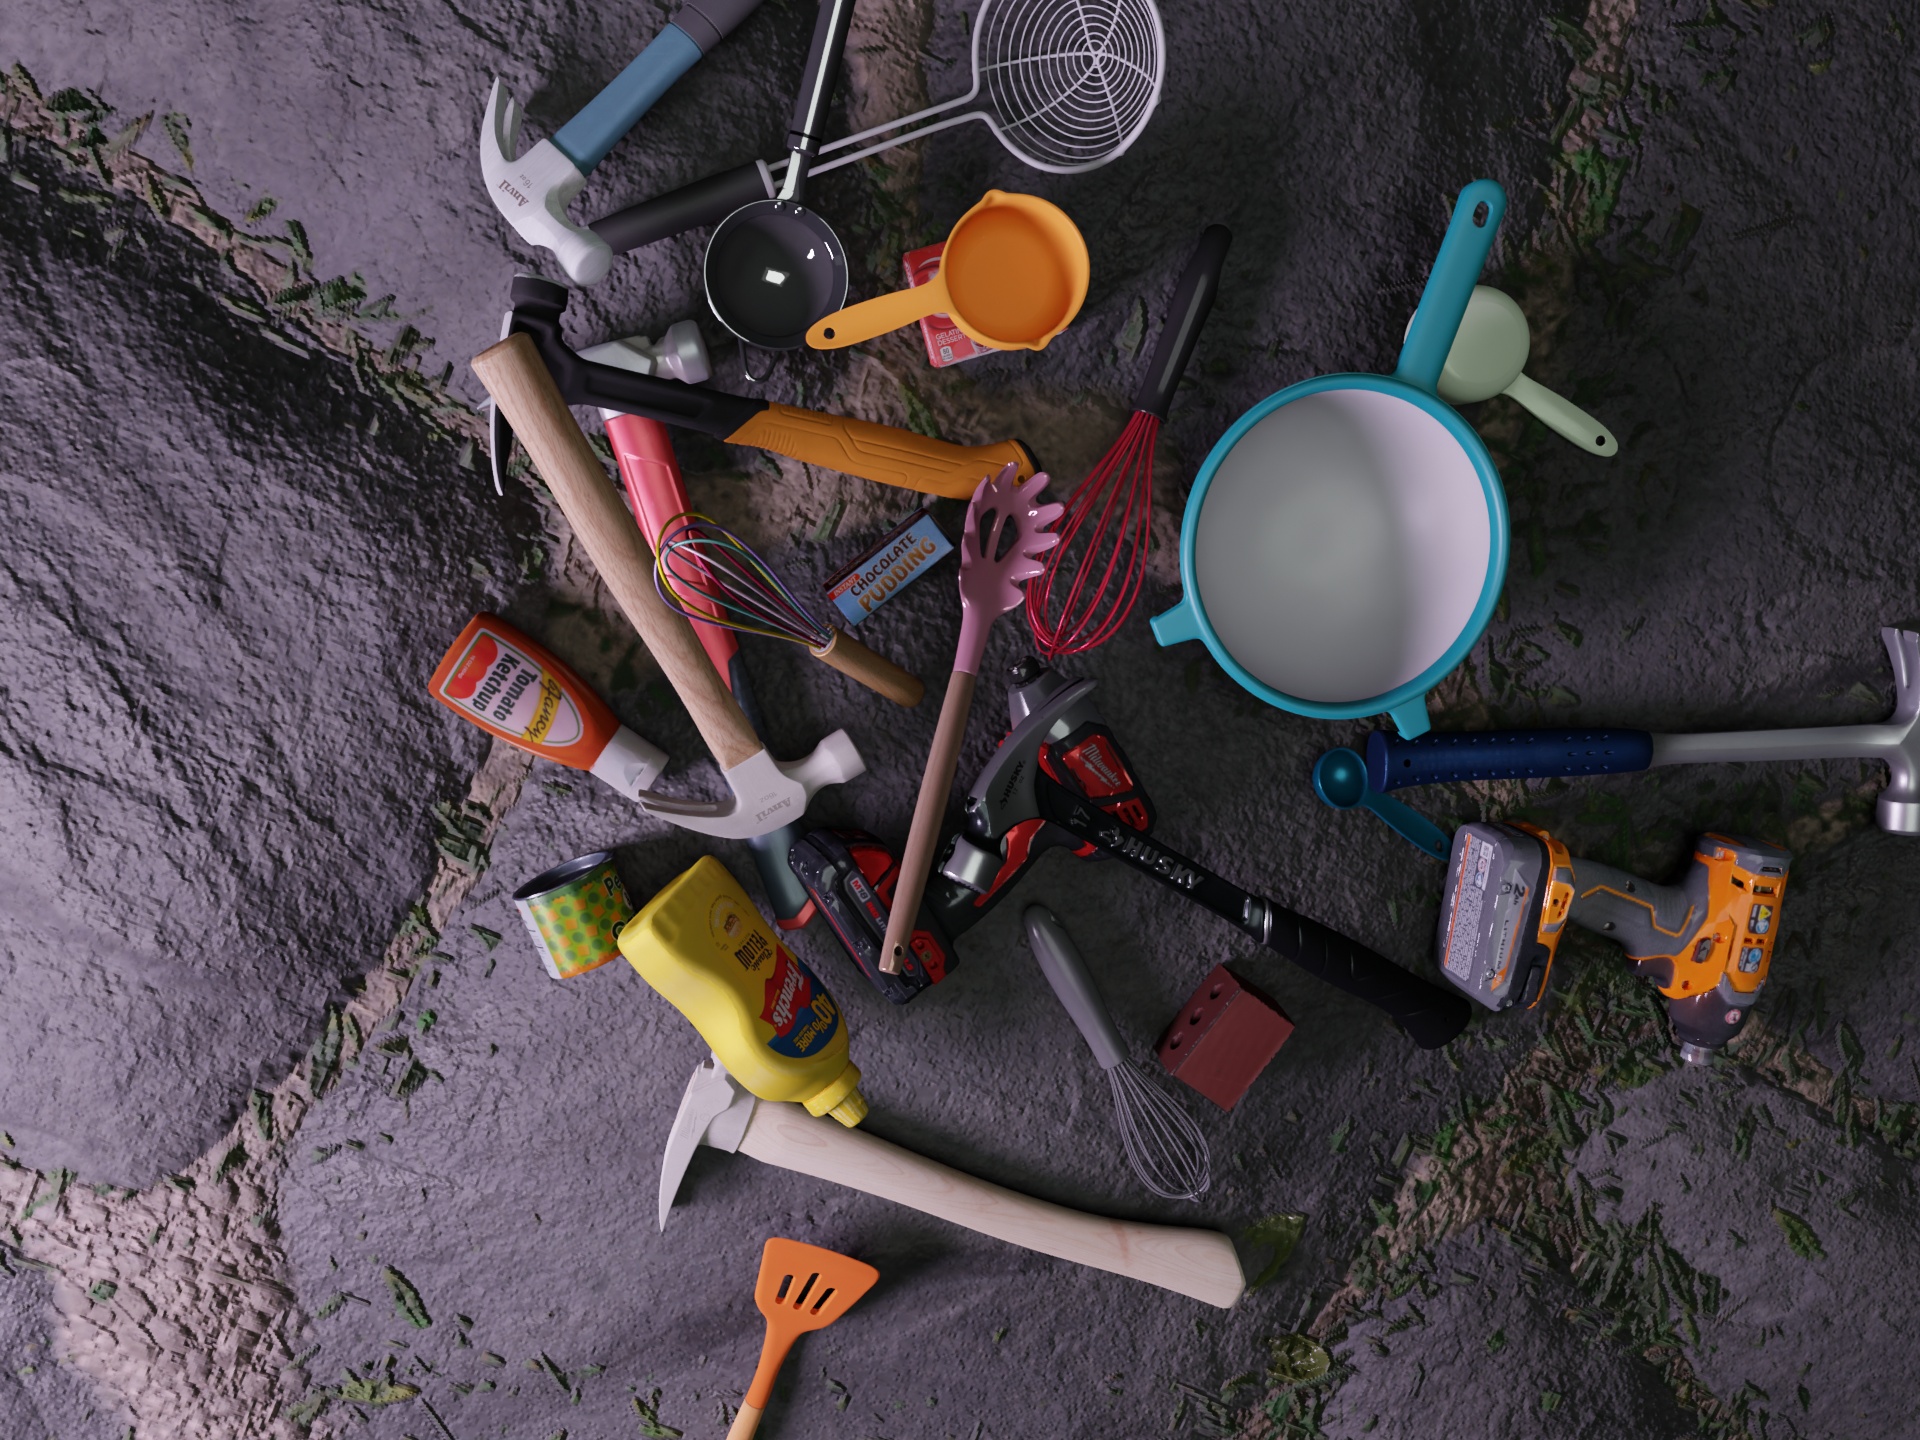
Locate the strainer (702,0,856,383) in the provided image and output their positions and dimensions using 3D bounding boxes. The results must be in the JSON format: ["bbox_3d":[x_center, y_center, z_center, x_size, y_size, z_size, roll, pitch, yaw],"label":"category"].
[{"bbox_3d":[-0.091,-0.324,0.917,0.086,0.050,0.258,11,105,-20],"label":"strainer"}]

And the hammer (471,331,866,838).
[{"bbox_3d":[-0.184,-0.069,0.929,0.130,0.031,0.331,-31,115,-7],"label":"hammer"}]

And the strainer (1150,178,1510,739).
[{"bbox_3d":[0.253,-0.171,1.005,0.211,0.095,0.340,20,94,-11],"label":"strainer"}]

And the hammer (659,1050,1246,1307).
[{"bbox_3d":[0.000,0.336,1.088,0.410,0.038,0.146,21,98,-9],"label":"hammer"}]

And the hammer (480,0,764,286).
[{"bbox_3d":[-0.151,-0.410,0.937,0.128,0.033,0.331,43,87,16],"label":"hammer"}]

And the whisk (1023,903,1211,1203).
[{"bbox_3d":[0.106,0.227,1.080,0.055,0.055,0.239,-29,96,-1],"label":"whisk"}]

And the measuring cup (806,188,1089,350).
[{"bbox_3d":[-0.010,-0.253,0.953,0.173,0.052,0.095,-19,99,-2],"label":"measuring cup"}]

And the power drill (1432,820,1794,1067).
[{"bbox_3d":[0.446,0.153,1.085,0.226,0.084,0.164,6,99,-11],"label":"power drill"}]

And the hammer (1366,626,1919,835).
[{"bbox_3d":[0.476,0.014,1.080,0.405,0.035,0.144,-2,99,-8],"label":"hammer"}]

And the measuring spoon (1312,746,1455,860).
[{"bbox_3d":[0.287,0.062,1.086,0.128,0.021,0.042,33,70,-19],"label":"measuring spoon"}]

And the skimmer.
[{"bbox_3d":[-0.059,-0.347,0.944,0.363,0.090,0.127,-21,103,-2],"label":"skimmer"}]

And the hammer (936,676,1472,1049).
[{"bbox_3d":[0.182,0.116,1.031,0.408,0.036,0.149,29,83,-23],"label":"hammer"}]

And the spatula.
[{"bbox_3d":[-0.151,0.496,1.096,0.081,0.041,0.322,21,97,-10],"label":"spatula"}]

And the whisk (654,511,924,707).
[{"bbox_3d":[-0.093,-0.060,0.945,0.051,0.244,0.047,-28,57,22],"label":"whisk"}]

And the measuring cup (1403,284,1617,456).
[{"bbox_3d":[0.368,-0.220,1.035,0.167,0.038,0.083,32,95,-8],"label":"measuring cup"}]

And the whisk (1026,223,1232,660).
[{"bbox_3d":[0.112,-0.175,1.008,0.073,0.073,0.296,21,91,-9],"label":"whisk"}]

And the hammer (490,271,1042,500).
[{"bbox_3d":[-0.110,-0.169,0.963,0.336,0.034,0.127,9,93,-19],"label":"hammer"}]

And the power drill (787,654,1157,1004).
[{"bbox_3d":[0.008,0.066,1.011,0.219,0.078,0.143,-35,106,-13],"label":"power drill"}]

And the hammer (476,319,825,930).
[{"bbox_3d":[-0.175,-0.044,1.008,0.143,0.038,0.386,-17,100,-2],"label":"hammer"}]

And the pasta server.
[{"bbox_3d":[-0.002,-0.003,0.956,0.060,0.040,0.316,18,77,-18],"label":"pasta server"}]
